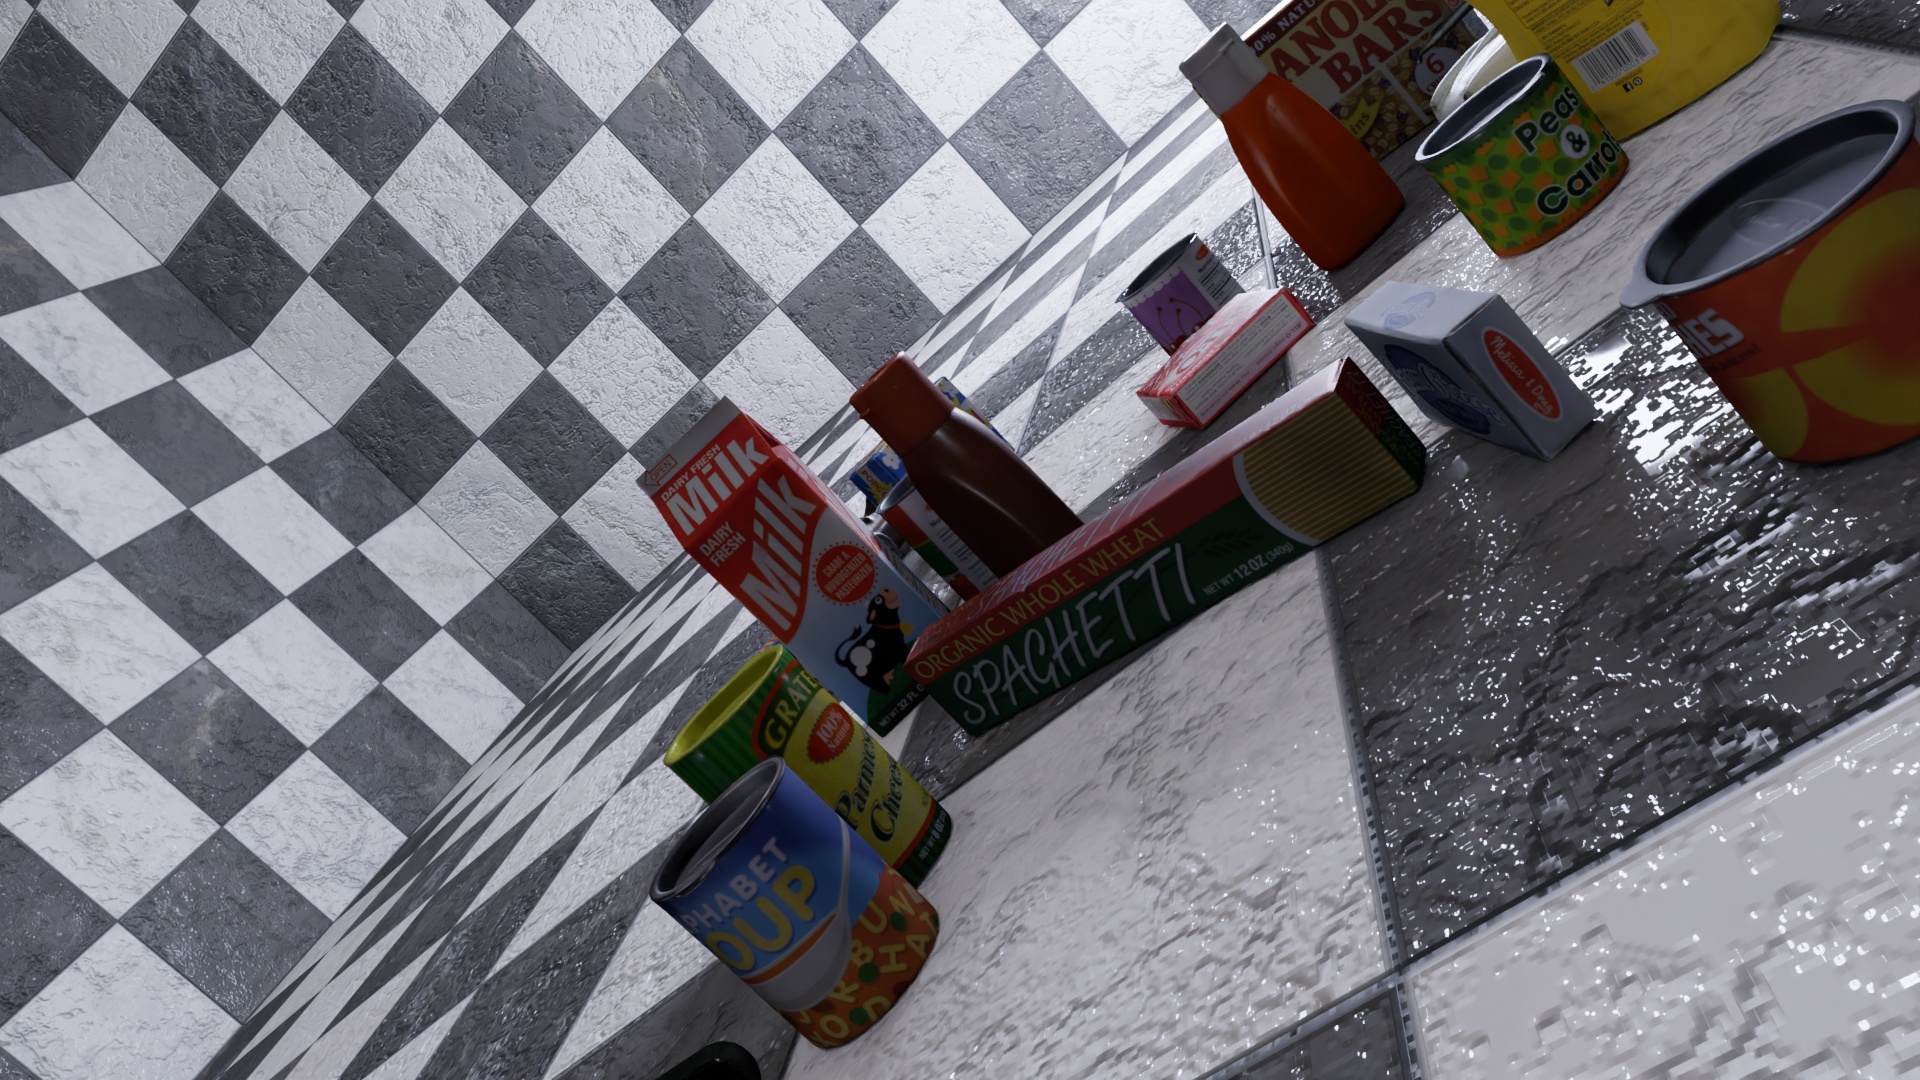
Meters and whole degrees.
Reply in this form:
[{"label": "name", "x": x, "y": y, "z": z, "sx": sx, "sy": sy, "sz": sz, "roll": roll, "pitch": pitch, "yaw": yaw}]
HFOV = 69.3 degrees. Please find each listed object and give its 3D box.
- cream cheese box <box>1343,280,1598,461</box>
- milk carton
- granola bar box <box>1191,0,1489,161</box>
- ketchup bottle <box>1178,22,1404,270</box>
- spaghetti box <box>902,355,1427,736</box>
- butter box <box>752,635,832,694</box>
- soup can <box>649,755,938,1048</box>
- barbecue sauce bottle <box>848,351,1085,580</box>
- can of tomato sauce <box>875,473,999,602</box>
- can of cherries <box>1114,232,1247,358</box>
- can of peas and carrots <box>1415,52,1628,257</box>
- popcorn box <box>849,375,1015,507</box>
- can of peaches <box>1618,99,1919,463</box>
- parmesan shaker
[{"label": "cream cheese box", "x": 0.171, "y": -0.061, "z": 0.476, "sx": 0.024, "sy": 0.053, "sz": 0.104, "roll": -43, "pitch": 11, "yaw": 7}, {"label": "milk carton", "x": -0.086, "y": 0.011, "z": 0.766, "sx": 0.072, "sy": 0.190, "sz": 0.073, "roll": -43, "pitch": 11, "yaw": 2}, {"label": "granola bar box", "x": 0.259, "y": -0.317, "z": 0.939, "sx": 0.165, "sy": 0.124, "sz": 0.039, "roll": -34, "pitch": 14, "yaw": 40}, {"label": "ketchup bottle", "x": 0.187, "y": -0.229, "z": 0.800, "sx": 0.065, "sy": 0.148, "sz": 0.043, "roll": -46, "pitch": 11, "yaw": -12}, {"label": "spaghetti box", "x": 0.071, "y": 0.013, "z": 0.569, "sx": 0.249, "sy": 0.050, "sz": 0.029, "roll": -35, "pitch": 14, "yaw": 38}, {"label": "butter box", "x": -0.087, "y": 0.062, "z": 0.942, "sx": 0.104, "sy": 0.053, "sz": 0.024, "roll": -48, "pitch": 11, "yaw": -22}, {"label": "soup can", "x": -0.060, "y": 0.132, "z": 0.500, "sx": 0.071, "sy": 0.083, "sz": 0.071, "roll": -42, "pitch": 11, "yaw": 10}, {"label": "barbecue sauce bottle", "x": 0.009, "y": -0.026, "z": 0.678, "sx": 0.044, "sy": 0.148, "sz": 0.064, "roll": -49, "pitch": 12, "yaw": -26}, {"label": "can of tomato sauce", "x": 0.003, "y": -0.010, "z": 0.812, "sx": 0.071, "sy": 0.083, "sz": 0.071, "roll": -42, "pitch": 11, "yaw": 10}, {"label": "can of cherries", "x": 0.147, "y": -0.159, "z": 0.919, "sx": 0.071, "sy": 0.058, "sz": 0.072, "roll": -42, "pitch": 11, "yaw": 10}, {"label": "can of peas and carrots", "x": 0.243, "y": -0.166, "z": 0.598, "sx": 0.071, "sy": 0.058, "sz": 0.071, "roll": -42, "pitch": 11, "yaw": 10}, {"label": "popcorn box", "x": -0.020, "y": -0.060, "z": 1.074, "sx": 0.038, "sy": 0.085, "sz": 0.127, "roll": -34, "pitch": 15, "yaw": 43}, {"label": "can of peaches", "x": 0.206, "y": -0.059, "z": 0.332, "sx": 0.071, "sy": 0.058, "sz": 0.071, "roll": -42, "pitch": 11, "yaw": 10}, {"label": "parmesan shaker", "x": -0.060, "y": 0.100, "z": 0.570, "sx": 0.071, "sy": 0.103, "sz": 0.071, "roll": -42, "pitch": 11, "yaw": 10}]
